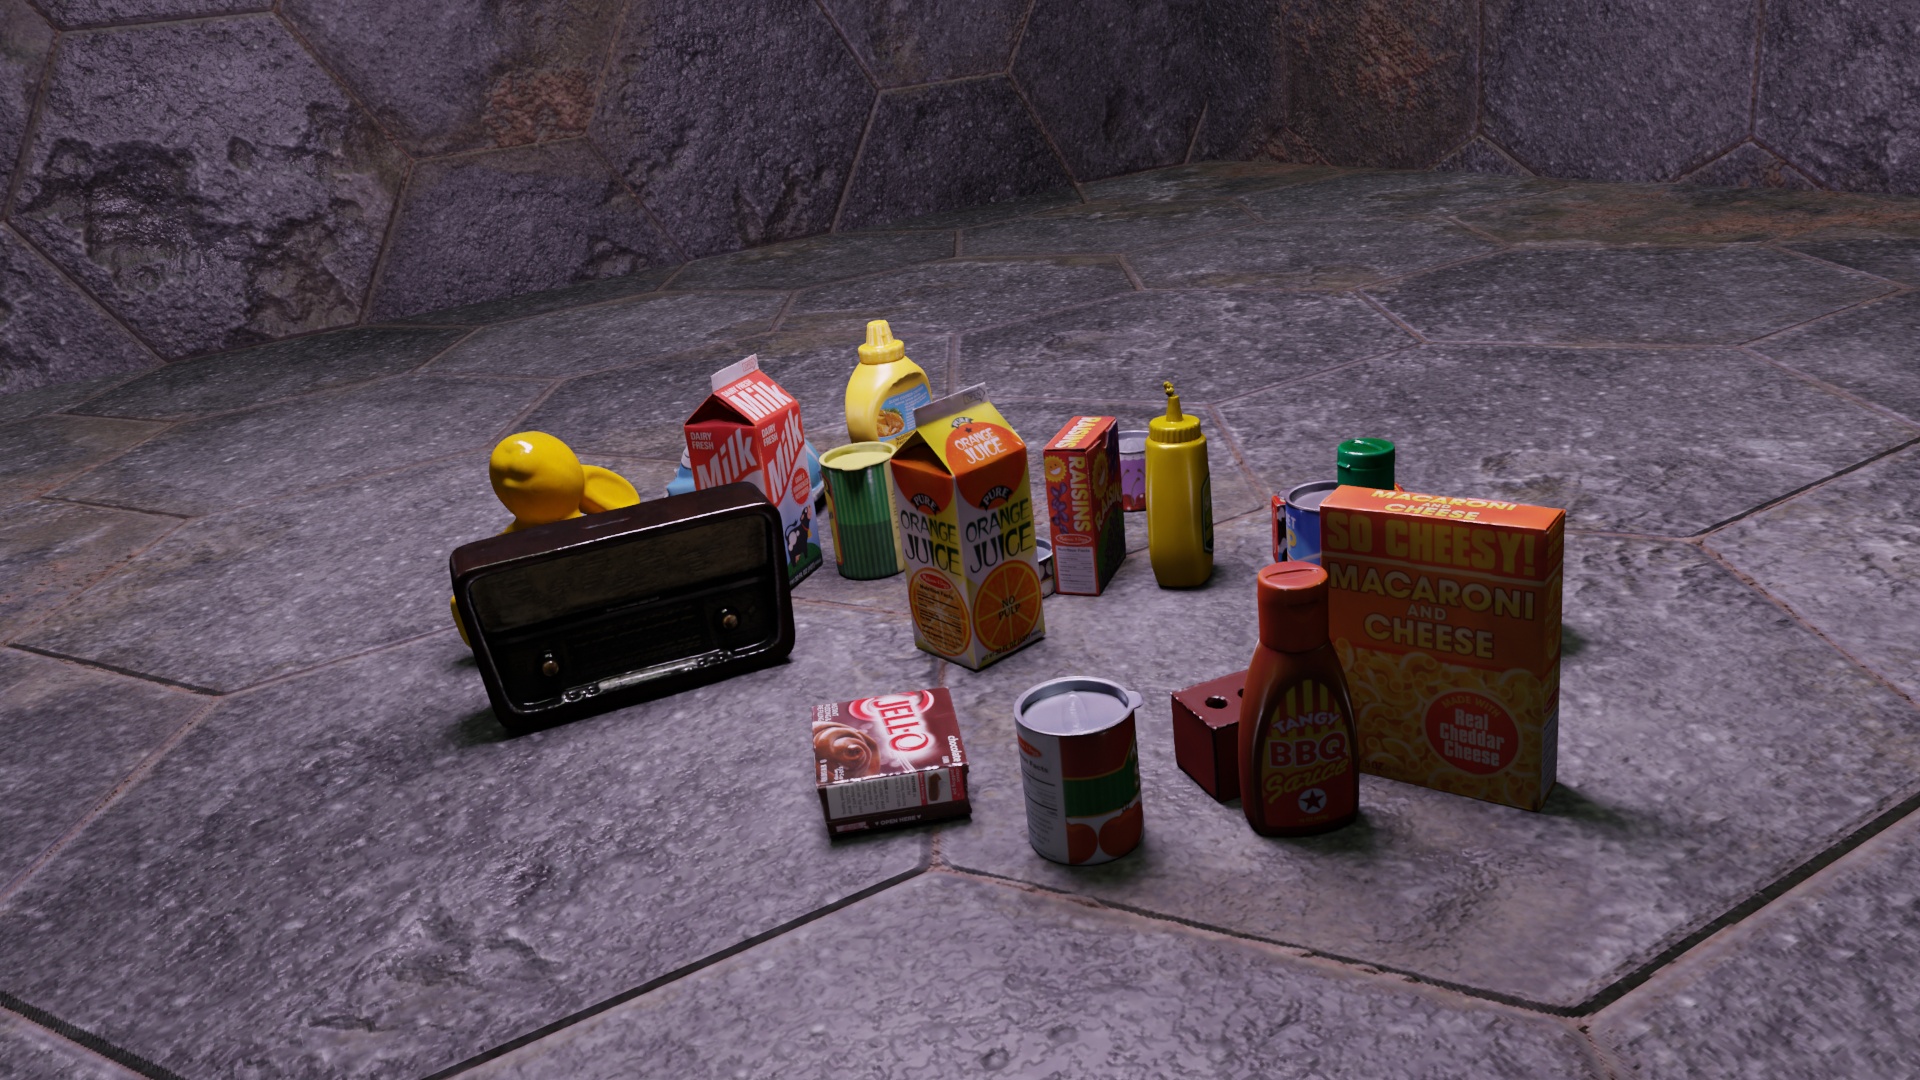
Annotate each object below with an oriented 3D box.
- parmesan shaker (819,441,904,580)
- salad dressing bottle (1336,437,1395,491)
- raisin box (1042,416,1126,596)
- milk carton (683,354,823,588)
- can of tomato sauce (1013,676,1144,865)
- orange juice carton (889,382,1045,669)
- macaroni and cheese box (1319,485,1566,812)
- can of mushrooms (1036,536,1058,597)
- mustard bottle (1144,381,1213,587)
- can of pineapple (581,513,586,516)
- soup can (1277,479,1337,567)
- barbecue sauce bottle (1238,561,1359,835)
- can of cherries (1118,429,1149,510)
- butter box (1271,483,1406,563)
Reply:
[{"bbox_3d":[-0.081,-0.024,1.181,0.071,0.102,0.071,-6,21,2],"label":"parmesan shaker"},{"bbox_3d":[0.273,0.006,0.930,0.044,0.147,0.064,-15,22,-20],"label":"salad dressing bottle"},{"bbox_3d":[0.101,-0.029,1.108,0.040,0.123,0.086,2,23,23],"label":"raisin box"},{"bbox_3d":[-0.176,-0.056,1.173,0.073,0.189,0.073,2,23,24],"label":"milk carton"},{"bbox_3d":[0.068,0.127,0.771,0.071,0.082,0.071,-6,21,2],"label":"can of tomato sauce"},{"bbox_3d":[0.004,-0.013,1.000,0.072,0.192,0.073,-23,26,-37],"label":"orange juice carton"},{"bbox_3d":[0.266,0.057,0.774,0.124,0.165,0.040,9,26,35],"label":"macaroni and cheese box"},{"bbox_3d":[0.044,0.024,1.114,0.071,0.033,0.071,-6,21,2],"label":"can of mushrooms"},{"bbox_3d":[0.169,-0.045,1.077,0.049,0.159,0.065,0,22,18],"label":"mustard bottle"},{"bbox_3d":[-0.323,0.003,1.250,0.071,0.057,0.071,-6,21,2],"label":"can of pineapple"},{"bbox_3d":[0.271,0.004,1.024,0.071,0.083,0.071,-6,21,2],"label":"soup can"},{"bbox_3d":[0.182,0.085,0.752,0.065,0.148,0.044,-8,21,-3],"label":"barbecue sauce bottle"},{"bbox_3d":[0.155,-0.064,1.274,0.071,0.058,0.072,-6,21,2],"label":"can of cherries"},{"bbox_3d":[0.300,-0.013,1.103,0.103,0.053,0.024,-6,21,2],"label":"butter box"}]
